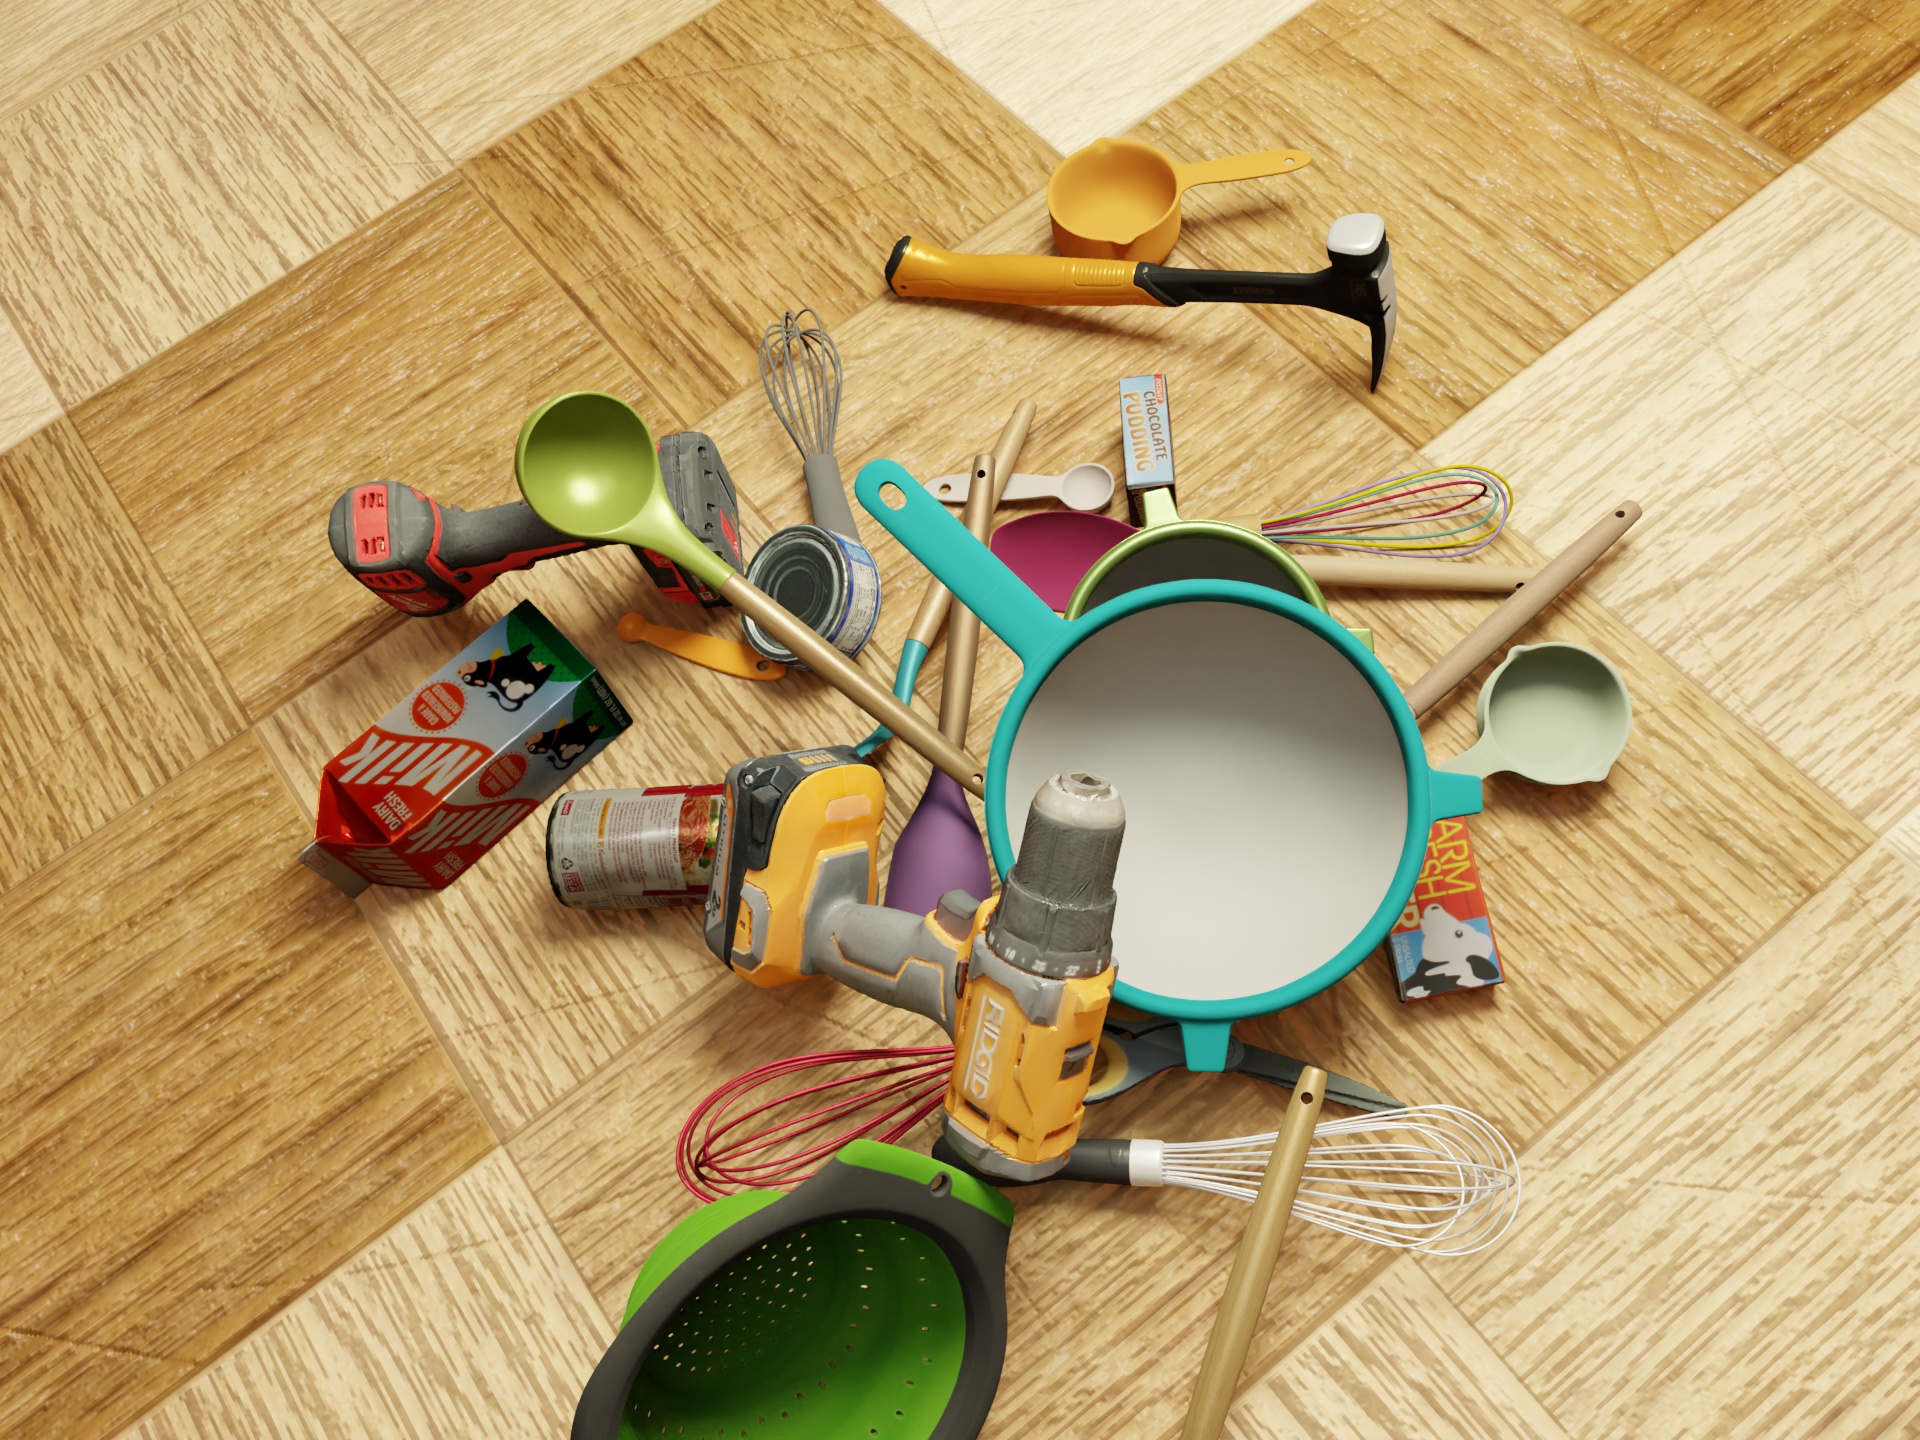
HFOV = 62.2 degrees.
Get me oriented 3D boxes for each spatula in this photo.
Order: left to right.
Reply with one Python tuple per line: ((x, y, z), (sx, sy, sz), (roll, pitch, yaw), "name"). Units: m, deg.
((-0.025, -0.071, 0.939), (0.044, 0.082, 0.318), (30, 67, -14), "spatula")
((-0.001, -0.003, 0.899), (0.060, 0.018, 0.316), (4, 76, 8), "spatula")

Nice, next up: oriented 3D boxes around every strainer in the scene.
((0.076, -0.004, 0.807), (0.340, 0.095, 0.211), (45, 92, 9), "strainer")
((0.099, 0.011, 0.885), (0.151, 0.069, 0.256), (35, 91, 5), "strainer")

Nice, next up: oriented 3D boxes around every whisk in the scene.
((-0.086, -0.162, 1.004), (0.055, 0.055, 0.239), (-15, 67, 1), "whisk")
((-0.003, 0.178, 0.815), (0.296, 0.073, 0.073), (-19, 62, -8), "whisk")
((0.124, 0.217, 0.777), (0.284, 0.070, 0.070), (-1, 63, 14), "whisk")
((0.199, -0.118, 0.938), (0.245, 0.047, 0.051), (-6, 64, 10), "whisk")

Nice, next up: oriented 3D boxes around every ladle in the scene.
((-0.105, -0.060, 0.851), (0.320, 0.062, 0.078), (39, 80, 2), "ladle")
((0.112, 0.307, 0.710), (0.069, 0.031, 0.315), (16, 78, 19), "ladle")

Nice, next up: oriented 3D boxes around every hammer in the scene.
((0.106, -0.274, 1.012), (0.337, 0.127, 0.034), (11, 67, 25), "hammer")

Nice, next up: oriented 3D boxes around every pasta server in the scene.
((0.264, -0.019, 0.879), (0.316, 0.040, 0.060), (-40, 64, -12), "pasta server")

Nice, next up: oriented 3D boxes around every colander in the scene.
((-0.129, 0.355, 0.722), (0.397, 0.204, 0.095), (-59, 34, -3), "colander")

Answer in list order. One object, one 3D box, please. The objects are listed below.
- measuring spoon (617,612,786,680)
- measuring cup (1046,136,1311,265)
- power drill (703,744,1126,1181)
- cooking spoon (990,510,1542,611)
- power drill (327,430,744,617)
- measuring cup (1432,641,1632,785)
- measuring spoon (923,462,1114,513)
((-0.160, -0.046, 0.975), (0.117, 0.011, 0.021), (17, 67, 16), "measuring spoon")
((0.144, -0.341, 1.054), (0.173, 0.052, 0.095), (-9, 62, 2), "measuring cup")
((-0.019, 0.082, 0.749), (0.084, 0.185, 0.226), (-9, 27, -45), "power drill")
((0.176, -0.089, 0.928), (0.319, 0.068, 0.017), (3, 36, 6), "cooking spoon")
((-0.246, -0.106, 0.953), (0.219, 0.143, 0.079), (-7, 78, 0), "power drill")
((0.278, 0.022, 0.856), (0.167, 0.038, 0.083), (-32, 83, 2), "measuring cup")
((0.036, -0.142, 0.994), (0.124, 0.018, 0.034), (2, 65, 18), "measuring spoon")
